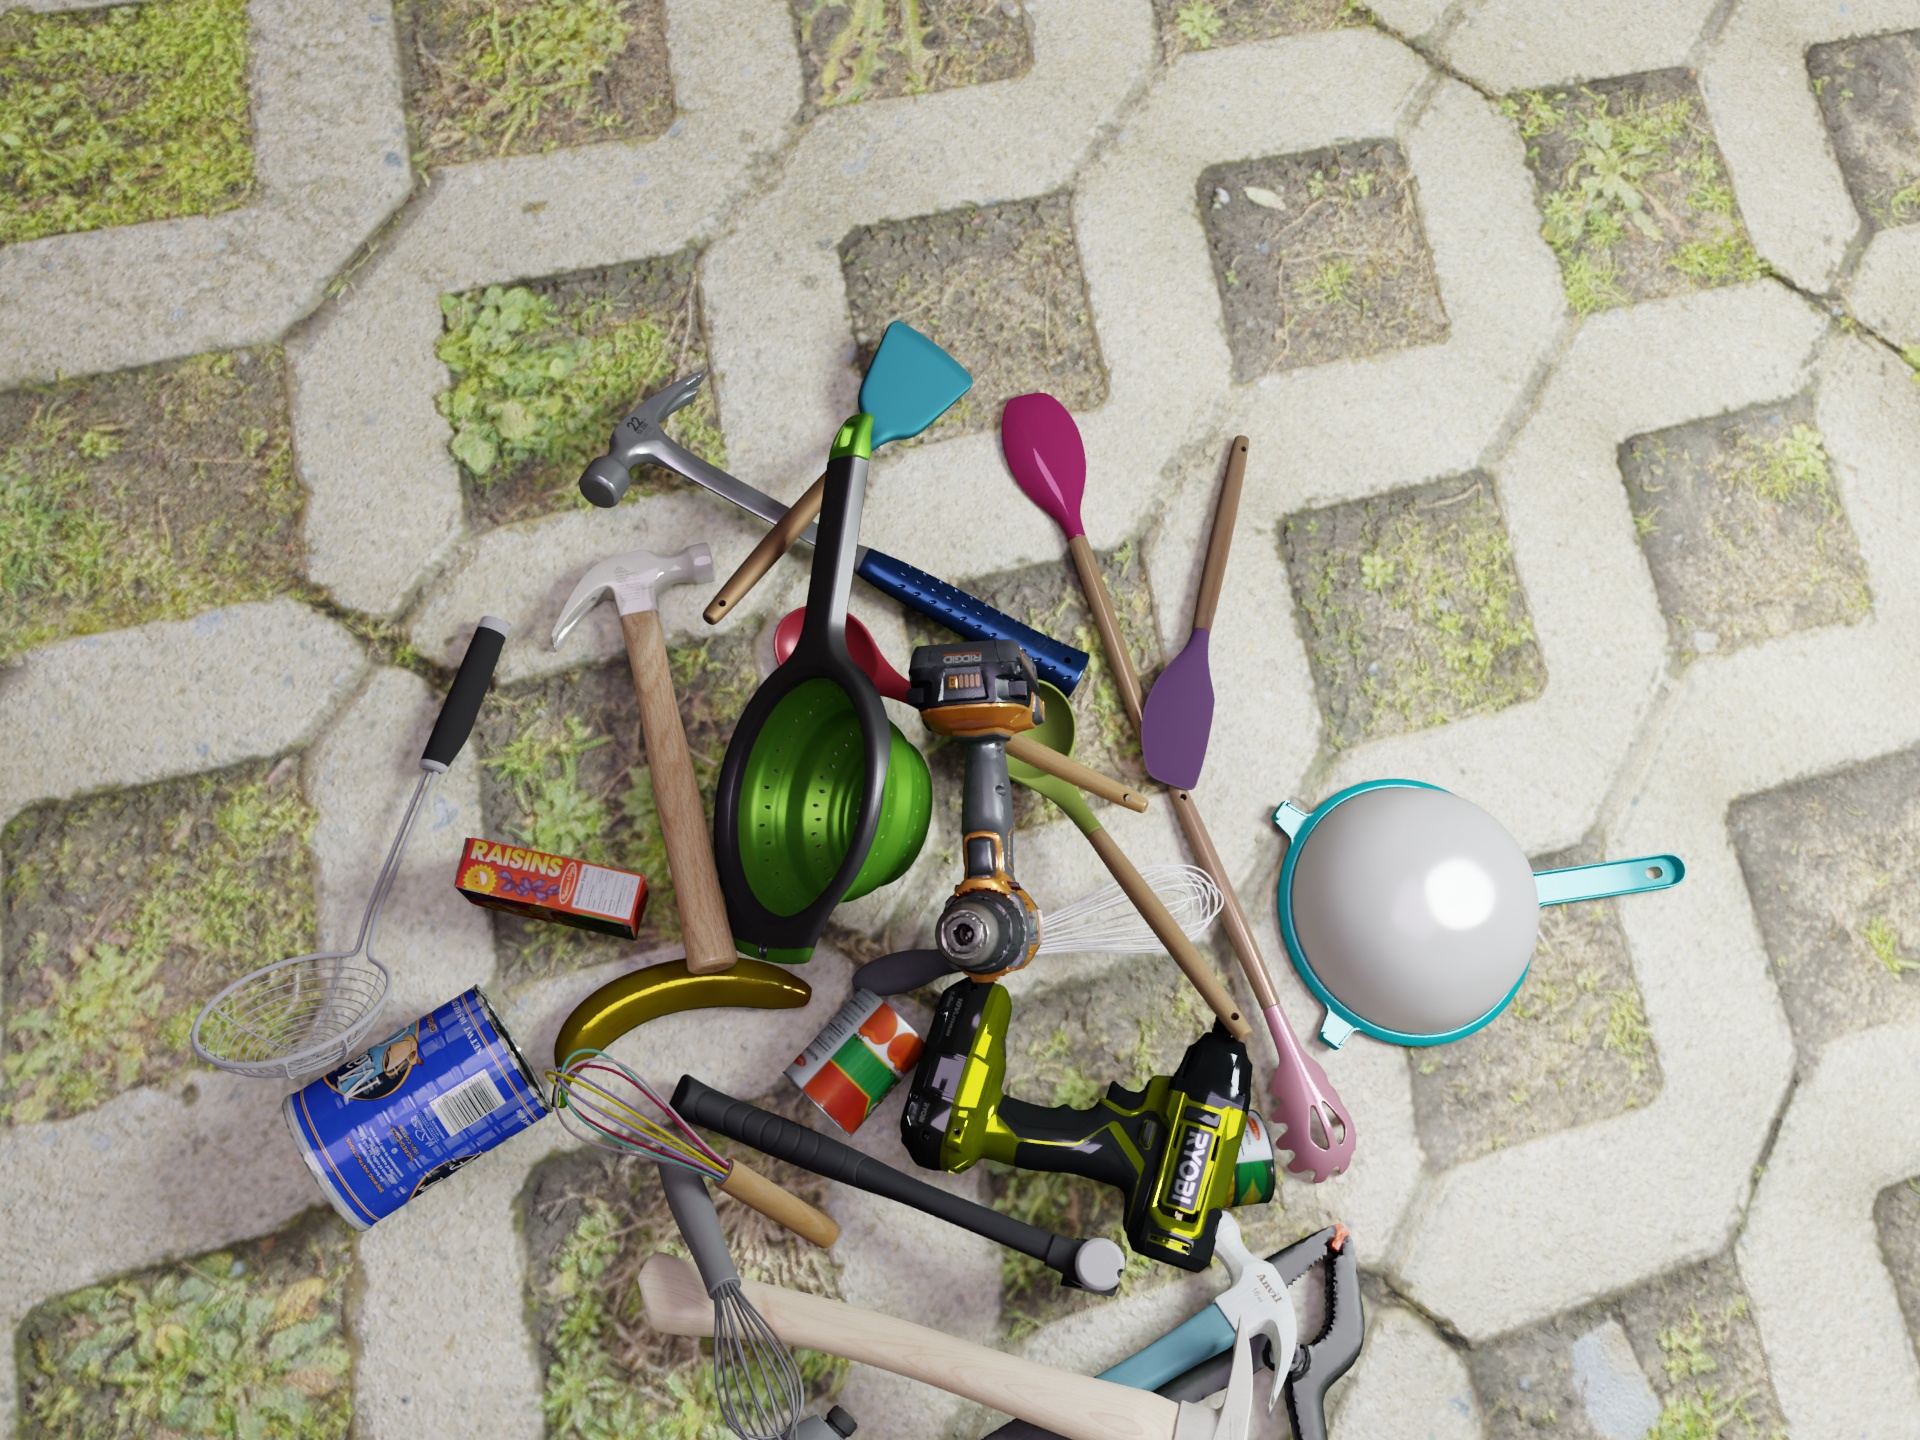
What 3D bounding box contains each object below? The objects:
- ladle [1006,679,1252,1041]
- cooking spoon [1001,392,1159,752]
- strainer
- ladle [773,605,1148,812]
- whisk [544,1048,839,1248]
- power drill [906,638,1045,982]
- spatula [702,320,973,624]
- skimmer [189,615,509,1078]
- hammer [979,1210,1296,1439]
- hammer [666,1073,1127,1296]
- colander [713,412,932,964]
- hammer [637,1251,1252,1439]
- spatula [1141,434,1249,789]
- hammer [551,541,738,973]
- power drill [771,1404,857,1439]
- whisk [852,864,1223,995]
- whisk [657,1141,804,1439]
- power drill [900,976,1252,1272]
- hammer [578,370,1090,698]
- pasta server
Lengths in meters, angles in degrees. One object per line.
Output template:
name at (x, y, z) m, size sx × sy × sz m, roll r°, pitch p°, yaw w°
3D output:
ladle at (0.113, 0.096, 1.154) m, size 0.078 × 0.062 × 0.320 m, roll -27°, pitch 59°, yaw -15°
cooking spoon at (0.103, -0.124, 1.284) m, size 0.068 × 0.017 × 0.319 m, roll -14°, pitch 77°, yaw -15°
strainer at (0.419, 0.130, 1.221) m, size 0.340 × 0.095 × 0.211 m, roll -7°, pitch 75°, yaw -9°
ladle at (-0.002, -0.004, 1.185) m, size 0.315 × 0.031 × 0.069 m, roll 26°, pitch 92°, yaw 18°
whisk at (-0.177, 0.292, 1.069) m, size 0.244 × 0.047 × 0.051 m, roll 39°, pitch 31°, yaw -25°
power drill at (0.012, 0.062, 1.071) m, size 0.084 × 0.185 × 0.226 m, roll -4°, pitch 84°, yaw 10°
spatula at (-0.101, -0.184, 1.213) m, size 0.082 × 0.044 × 0.318 m, roll 37°, pitch 56°, yaw -4°
skimmer at (-0.409, 0.076, 1.110) m, size 0.127 × 0.090 × 0.363 m, roll 7°, pitch 68°, yaw 26°
hammer at (0.082, 0.456, 1.057) m, size 0.331 × 0.033 × 0.128 m, roll -22°, pitch 51°, yaw -21°
hammer at (-0.049, 0.319, 1.095) m, size 0.335 × 0.146 × 0.035 m, roll 20°, pitch 71°, yaw 9°
colander at (-0.075, -0.021, 1.151) m, size 0.094 × 0.204 × 0.397 m, roll 13°, pitch 81°, yaw -37°
hammer at (-0.015, 0.413, 1.050) m, size 0.411 × 0.038 × 0.146 m, roll 12°, pitch 45°, yaw 12°
spatula at (0.197, -0.095, 1.286) m, size 0.059 × 0.018 × 0.316 m, roll 21°, pitch 69°, yaw -14°
hammer at (-0.217, 0.025, 1.168) m, size 0.130 × 0.031 × 0.332 m, roll -12°, pitch 69°, yaw -10°
power drill at (-0.062, 0.565, 1.034) m, size 0.220 × 0.078 × 0.143 m, roll 41°, pitch 72°, yaw 7°
whisk at (0.059, 0.162, 1.179) m, size 0.284 × 0.070 × 0.070 m, roll -13°, pitch 77°, yaw -8°
whisk at (-0.157, 0.370, 1.037) m, size 0.055 × 0.055 × 0.239 m, roll -22°, pitch 45°, yaw -14°
power drill at (0.085, 0.264, 1.107) m, size 0.223 × 0.080 × 0.171 m, roll 14°, pitch 71°, yaw 13°
hammer at (-0.083, -0.134, 1.239) m, size 0.405 × 0.035 × 0.144 m, roll 28°, pitch 55°, yaw -4°
pasta server at (0.223, 0.194, 1.210) m, size 0.060 × 0.040 × 0.316 m, roll -18°, pitch 74°, yaw -13°
